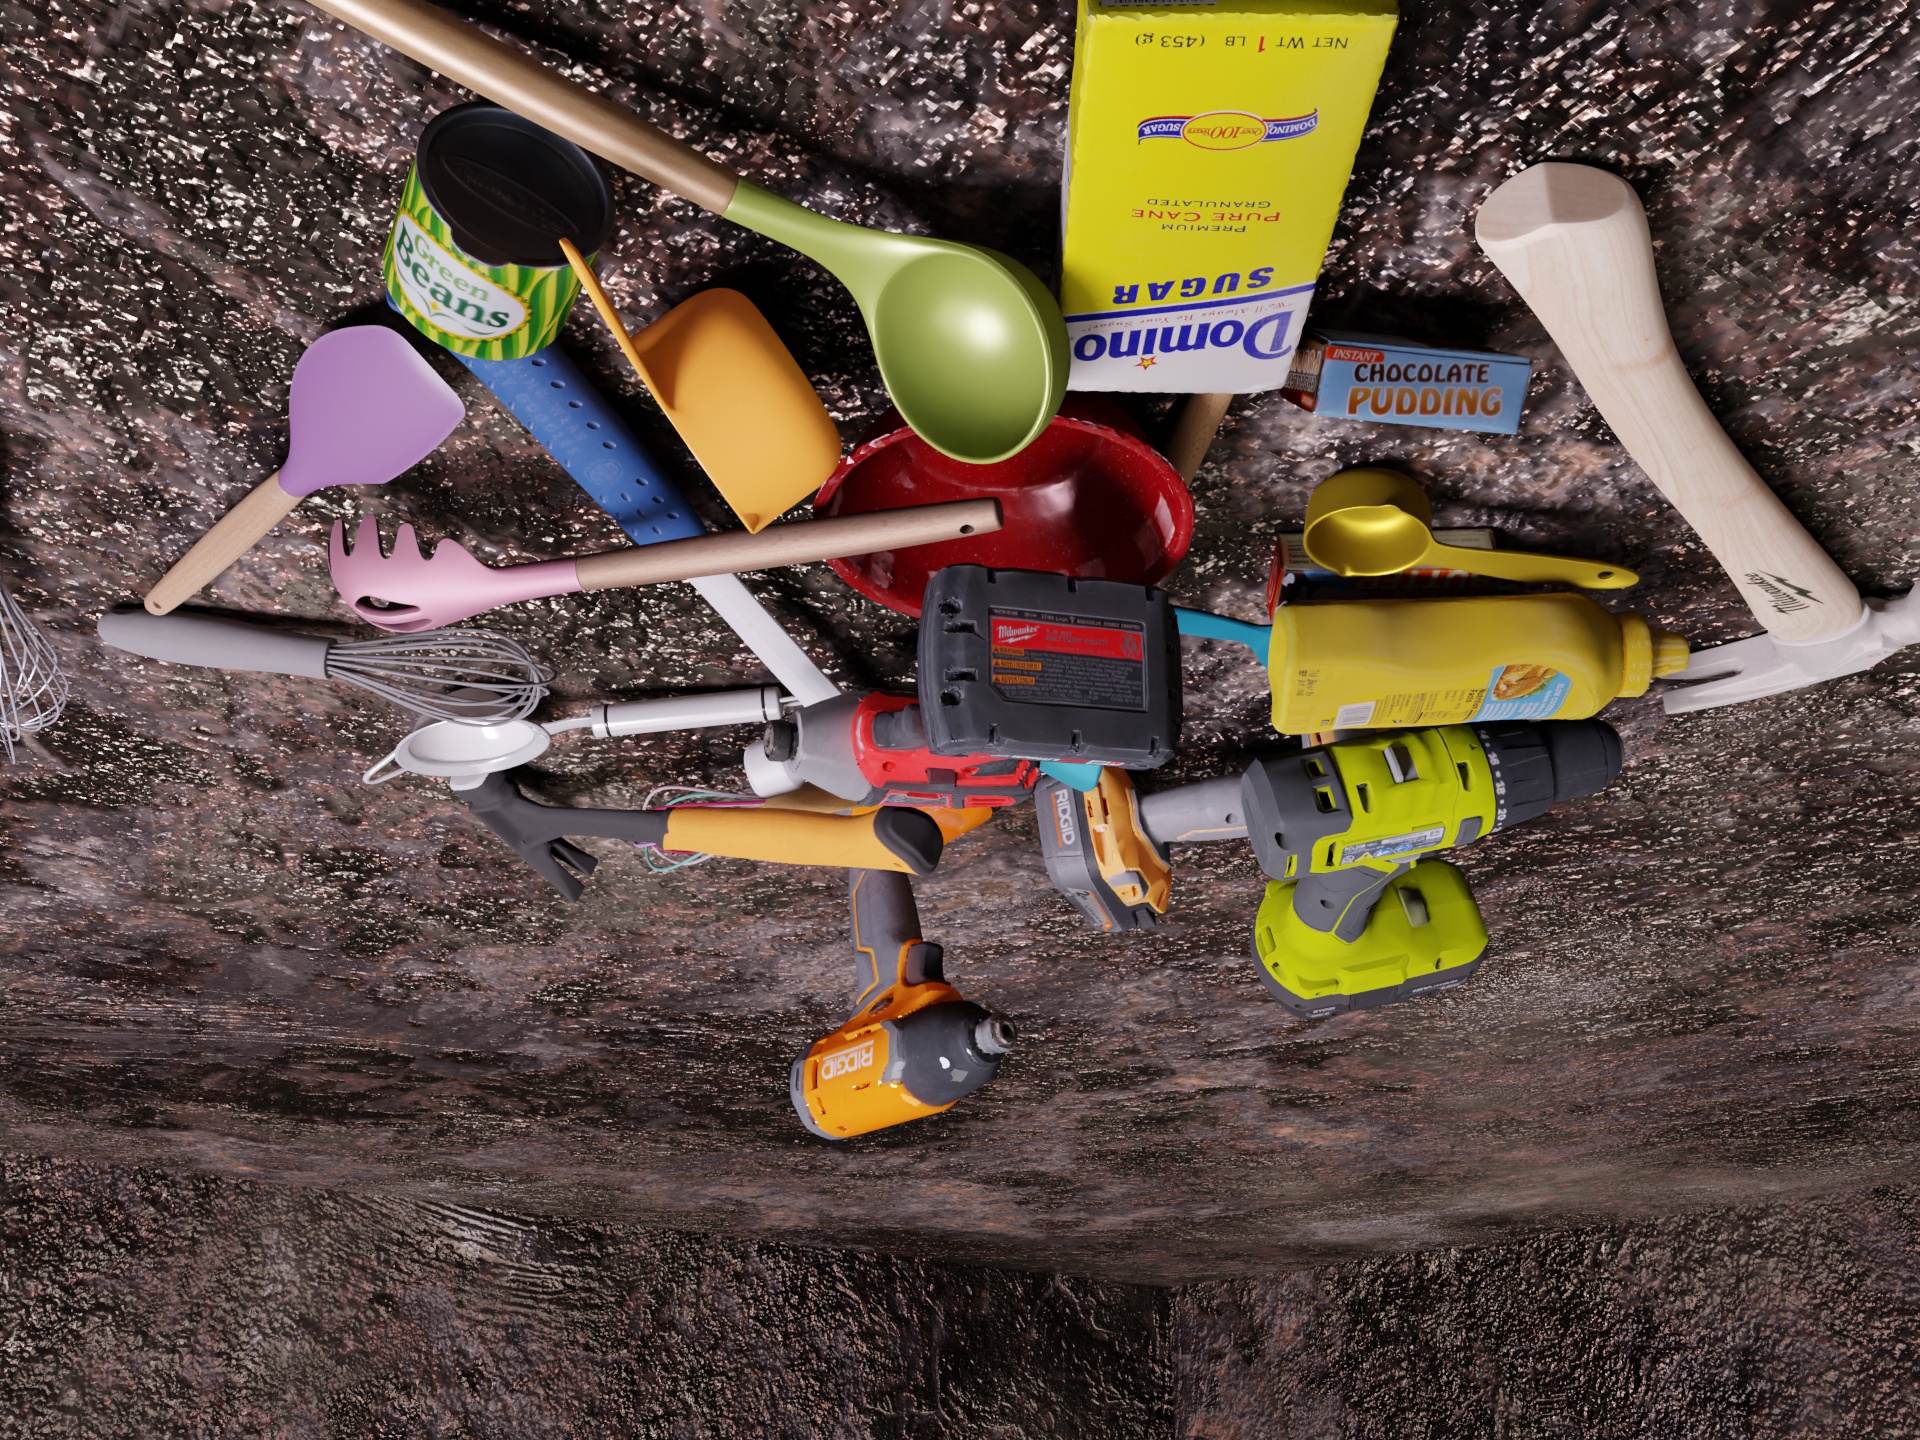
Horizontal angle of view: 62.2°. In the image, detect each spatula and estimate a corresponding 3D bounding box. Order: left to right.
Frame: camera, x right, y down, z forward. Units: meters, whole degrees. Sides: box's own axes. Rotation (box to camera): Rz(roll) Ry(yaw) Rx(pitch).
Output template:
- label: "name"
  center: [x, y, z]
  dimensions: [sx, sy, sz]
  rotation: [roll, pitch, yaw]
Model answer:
- label: "spatula"
  center: [-0.311, -0.100, 0.715]
  dimensions: [0.316, 0.018, 0.059]
  rotation: [-20, 119, 44]
- label: "spatula"
  center: [0.076, -0.067, 0.764]
  dimensions: [0.082, 0.044, 0.317]
  rotation: [32, 150, 6]

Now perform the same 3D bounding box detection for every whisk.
- label: "whisk"
  center: [-0.484, -0.063, 0.784]
  dimensions: [0.070, 0.070, 0.284]
  rotation: [11, 146, -20]
- label: "whisk"
  center: [-0.335, -0.035, 0.845]
  dimensions: [0.239, 0.055, 0.055]
  rotation: [8, 153, -4]
- label: "whisk"
  center: [-0.130, 0.057, 0.986]
  dimensions: [0.245, 0.051, 0.047]
  rotation: [-13, 143, 42]

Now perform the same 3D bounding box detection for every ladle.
- label: "ladle"
  center: [-0.101, -0.176, 0.517]
  dimensions: [0.320, 0.062, 0.078]
  rotation: [23, 143, -24]

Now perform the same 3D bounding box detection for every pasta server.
- label: "pasta server"
  center: [-0.134, -0.073, 0.676]
  dimensions: [0.316, 0.040, 0.060]
  rotation: [-6, 149, 17]

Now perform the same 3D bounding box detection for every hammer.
- label: "hammer"
  center: [-0.151, 0.070, 0.936]
  dimensions: [0.337, 0.034, 0.127]
  rotation: [0, 141, 35]
- label: "hammer"
  center: [-0.117, -0.076, 0.748]
  dimensions: [0.144, 0.035, 0.405]
  rotation: [-18, 147, 13]
- label: "hammer"
  center: [0.317, -0.103, 0.697]
  dimensions: [0.146, 0.038, 0.410]
  rotation: [-19, 147, 36]

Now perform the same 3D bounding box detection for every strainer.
- label: "strainer"
  center: [-0.213, 0.000, 0.912]
  dimensions: [0.258, 0.050, 0.086]
  rotation: [-6, 160, 0]

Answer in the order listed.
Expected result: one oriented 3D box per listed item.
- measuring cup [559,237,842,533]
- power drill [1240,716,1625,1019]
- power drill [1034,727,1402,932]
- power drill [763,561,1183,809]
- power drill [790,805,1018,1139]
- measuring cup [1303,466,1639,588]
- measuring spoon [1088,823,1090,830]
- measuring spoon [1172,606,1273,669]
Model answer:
- label: "measuring cup"
  center: [-0.090, -0.134, 0.571]
  dimensions: [0.052, 0.095, 0.173]
  rotation: [-34, 161, -2]
- label: "power drill"
  center: [0.250, 0.076, 0.881]
  dimensions: [0.190, 0.080, 0.228]
  rotation: [-12, 147, -2]
- label: "power drill"
  center: [0.179, 0.065, 0.984]
  dimensions: [0.226, 0.084, 0.185]
  rotation: [-16, 150, 16]
- label: "power drill"
  center: [-0.001, -0.002, 0.747]
  dimensions: [0.143, 0.079, 0.219]
  rotation: [4, 166, -21]
- label: "power drill"
  center: [-0.027, 0.120, 0.936]
  dimensions: [0.084, 0.227, 0.164]
  rotation: [21, 147, -35]
- label: "measuring cup"
  center: [0.234, -0.085, 0.728]
  dimensions: [0.156, 0.029, 0.062]
  rotation: [8, 154, -4]
- label: "measuring spoon"
  center: [0.080, 0.048, 1.023]
  dimensions: [0.034, 0.018, 0.124]
  rotation: [3, 153, -3]
- label: "measuring spoon"
  center: [0.139, -0.040, 0.840]
  dimensions: [0.128, 0.021, 0.042]
  rotation: [9, 152, -16]
